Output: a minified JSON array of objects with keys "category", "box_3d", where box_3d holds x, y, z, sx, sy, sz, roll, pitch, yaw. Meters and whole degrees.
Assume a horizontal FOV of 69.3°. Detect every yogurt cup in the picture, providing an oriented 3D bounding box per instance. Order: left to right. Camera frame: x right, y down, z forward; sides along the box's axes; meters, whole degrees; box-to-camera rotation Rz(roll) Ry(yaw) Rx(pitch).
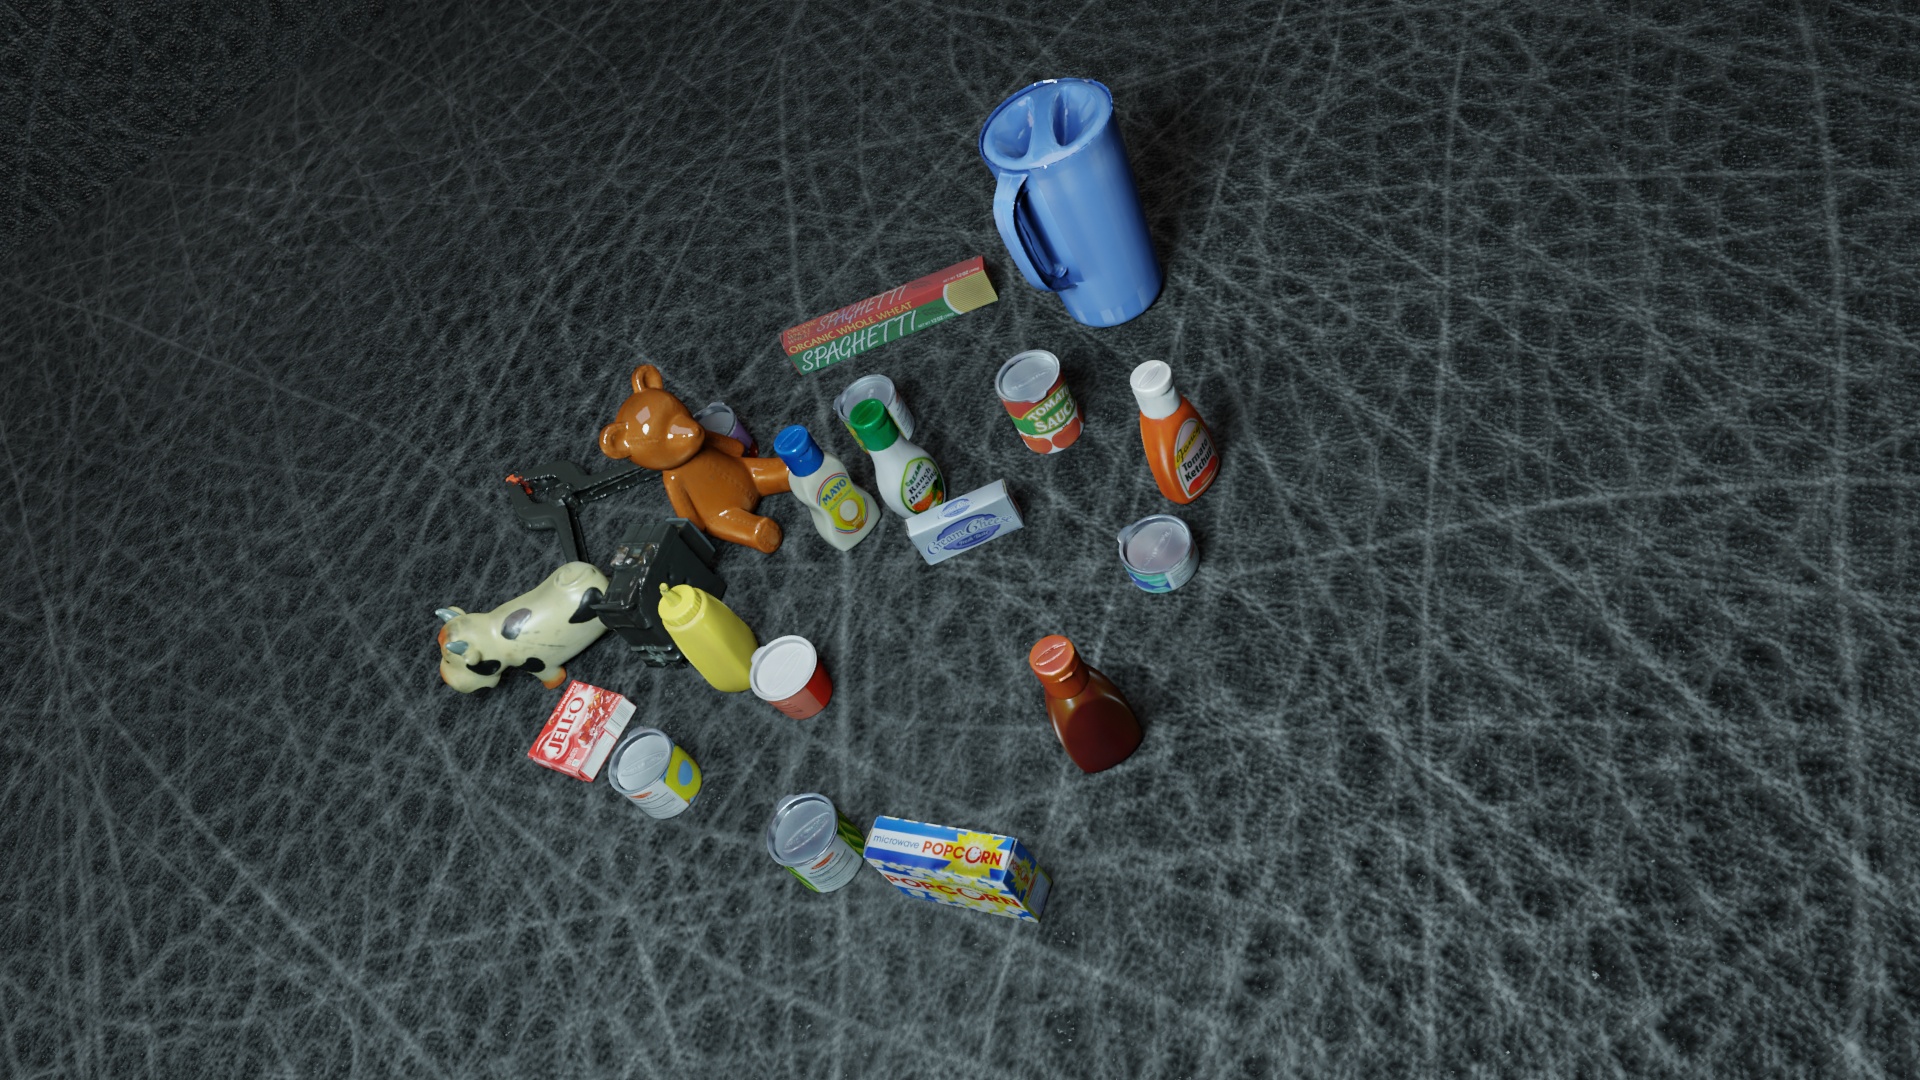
[{"category":"yogurt cup","box_3d":[-0.154,0.131,1.294,0.072,0.053,0.073,-14,50,17]}]

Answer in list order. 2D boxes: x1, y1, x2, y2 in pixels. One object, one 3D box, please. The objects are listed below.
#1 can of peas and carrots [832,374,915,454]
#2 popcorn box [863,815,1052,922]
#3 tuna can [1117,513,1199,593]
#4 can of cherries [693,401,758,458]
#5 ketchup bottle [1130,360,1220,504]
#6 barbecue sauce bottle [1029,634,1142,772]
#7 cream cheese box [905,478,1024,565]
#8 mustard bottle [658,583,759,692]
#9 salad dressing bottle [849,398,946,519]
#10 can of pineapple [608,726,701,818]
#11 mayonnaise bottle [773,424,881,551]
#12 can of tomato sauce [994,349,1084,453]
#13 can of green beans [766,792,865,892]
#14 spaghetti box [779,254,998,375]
[{"category":"can of peas and carrots","box_3d":[-0.091,-0.131,1.466,0.071,0.058,0.071,-14,50,17]},{"category":"popcorn box","box_3d":[-0.002,0.259,1.096,0.126,0.085,0.038,3,56,29]},{"category":"tuna can","box_3d":[0.175,0.011,1.238,0.071,0.032,0.071,-14,50,17]},{"category":"can of cherries","box_3d":[-0.264,-0.109,1.535,0.071,0.058,0.072,-14,50,17]},{"category":"ketchup bottle","box_3d":[0.188,-0.099,1.239,0.043,0.148,0.065,27,70,39]},{"category":"barbecue sauce bottle","box_3d":[0.096,0.129,1.106,0.065,0.148,0.044,-33,47,0]},{"category":"cream cheese box","box_3d":[0.005,-0.017,1.331,0.104,0.053,0.024,-23,48,9]},{"category":"mustard bottle","box_3d":[-0.241,0.083,1.303,0.049,0.159,0.065,-18,49,14]},{"category":"salad dressing bottle","box_3d":[-0.062,-0.077,1.348,0.044,0.147,0.064,24,68,38]},{"category":"can of pineapple","box_3d":[-0.282,0.215,1.289,0.071,0.057,0.071,-14,50,17]},{"category":"mayonnaise bottle","box_3d":[-0.134,-0.054,1.365,0.065,0.147,0.041,-47,48,-12]},{"category":"can of tomato sauce","box_3d":[0.080,-0.134,1.366,0.071,0.082,0.071,-14,50,17]},{"category":"can of green beans","box_3d":[-0.121,0.256,1.176,0.071,0.057,0.071,-14,50,17]},{"category":"spaghetti box","box_3d":[-0.081,-0.252,1.562,0.250,0.050,0.029,-19,48,12]}]
